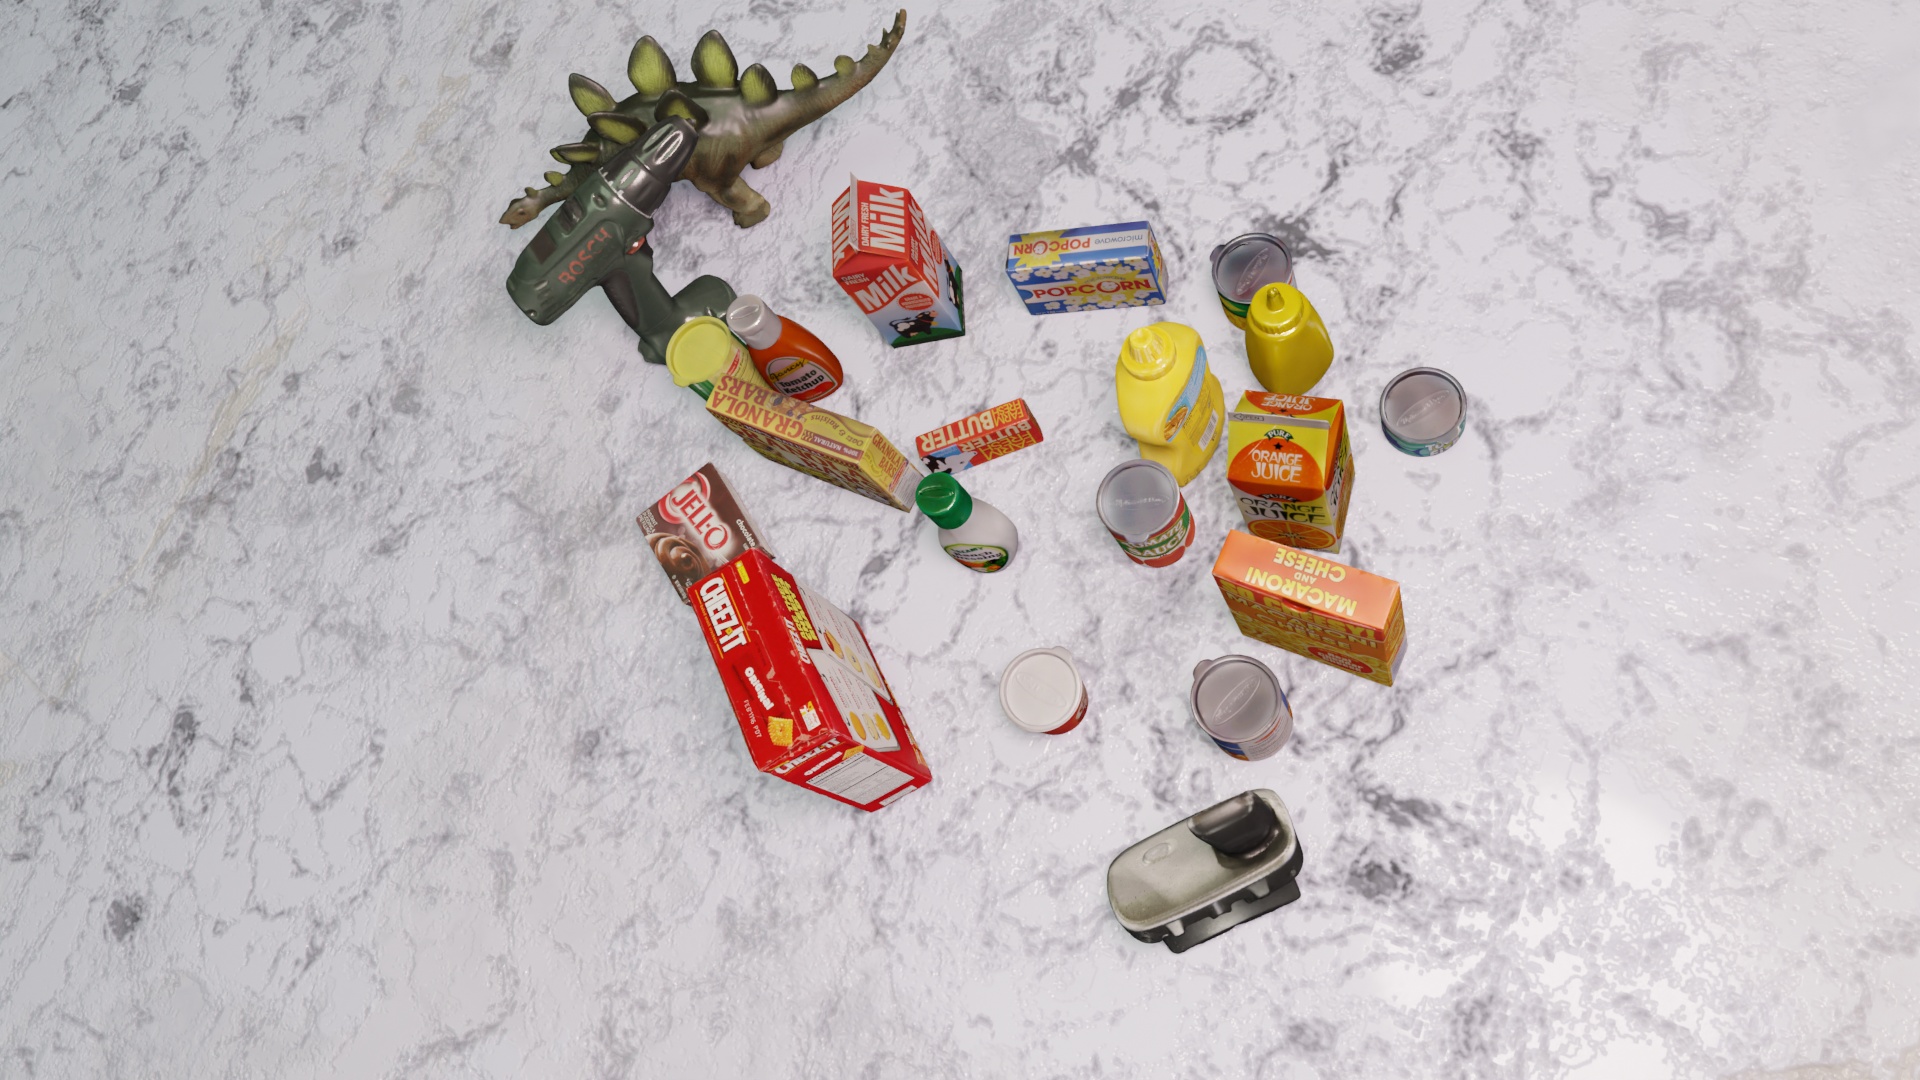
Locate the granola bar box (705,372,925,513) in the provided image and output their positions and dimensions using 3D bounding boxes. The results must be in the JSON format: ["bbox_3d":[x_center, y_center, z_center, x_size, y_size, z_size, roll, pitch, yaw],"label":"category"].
[{"bbox_3d":[-0.127,-0.084,1.223,0.166,0.124,0.039,21,80,25],"label":"granola bar box"}]

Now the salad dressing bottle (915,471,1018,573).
[{"bbox_3d":[0.004,-0.014,1.139,0.064,0.147,0.044,-1,71,19],"label":"salad dressing bottle"}]

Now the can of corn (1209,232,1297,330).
[{"bbox_3d":[0.248,-0.218,1.177,0.071,0.058,0.071,-6,69,17],"label":"can of corn"}]

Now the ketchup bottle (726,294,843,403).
[{"bbox_3d":[-0.162,-0.173,1.254,0.064,0.148,0.044,-20,66,12],"label":"ketchup bottle"}]

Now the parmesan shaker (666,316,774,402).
[{"bbox_3d":[-0.221,-0.154,1.293,0.071,0.103,0.071,-6,70,17],"label":"parmesan shaker"}]

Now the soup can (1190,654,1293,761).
[{"bbox_3d":[0.212,0.126,1.051,0.071,0.083,0.071,-6,70,17],"label":"soup can"}]

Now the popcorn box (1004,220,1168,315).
[{"bbox_3d":[0.112,-0.237,1.216,0.126,0.085,0.038,-2,71,19],"label":"popcorn box"}]

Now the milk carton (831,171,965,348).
[{"bbox_3d":[-0.060,-0.245,1.220,0.073,0.190,0.072,-8,69,17],"label":"milk carton"}]

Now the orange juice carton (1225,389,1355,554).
[{"bbox_3d":[0.249,-0.056,1.043,0.072,0.192,0.073,9,75,22],"label":"orange juice carton"}]

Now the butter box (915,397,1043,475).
[{"bbox_3d":[0.017,-0.089,1.214,0.103,0.053,0.024,-20,66,12],"label":"butter box"}]

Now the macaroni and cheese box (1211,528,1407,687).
[{"bbox_3d":[0.259,0.052,1.015,0.124,0.166,0.040,19,79,24],"label":"macaroni and cheese box"}]

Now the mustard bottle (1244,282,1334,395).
[{"bbox_3d":[0.256,-0.165,1.098,0.065,0.160,0.049,-39,64,3],"label":"mustard bottle"}]

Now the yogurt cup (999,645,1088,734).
[{"bbox_3d":[0.070,0.125,1.118,0.072,0.054,0.072,-6,69,17],"label":"yogurt cup"}]

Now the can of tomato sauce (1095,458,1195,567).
[{"bbox_3d":[0.152,-0.019,1.125,0.071,0.083,0.071,-6,70,17],"label":"can of tomato sauce"}]

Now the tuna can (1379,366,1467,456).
[{"bbox_3d":[0.370,-0.100,1.105,0.071,0.032,0.071,-6,69,17],"label":"tuna can"}]
